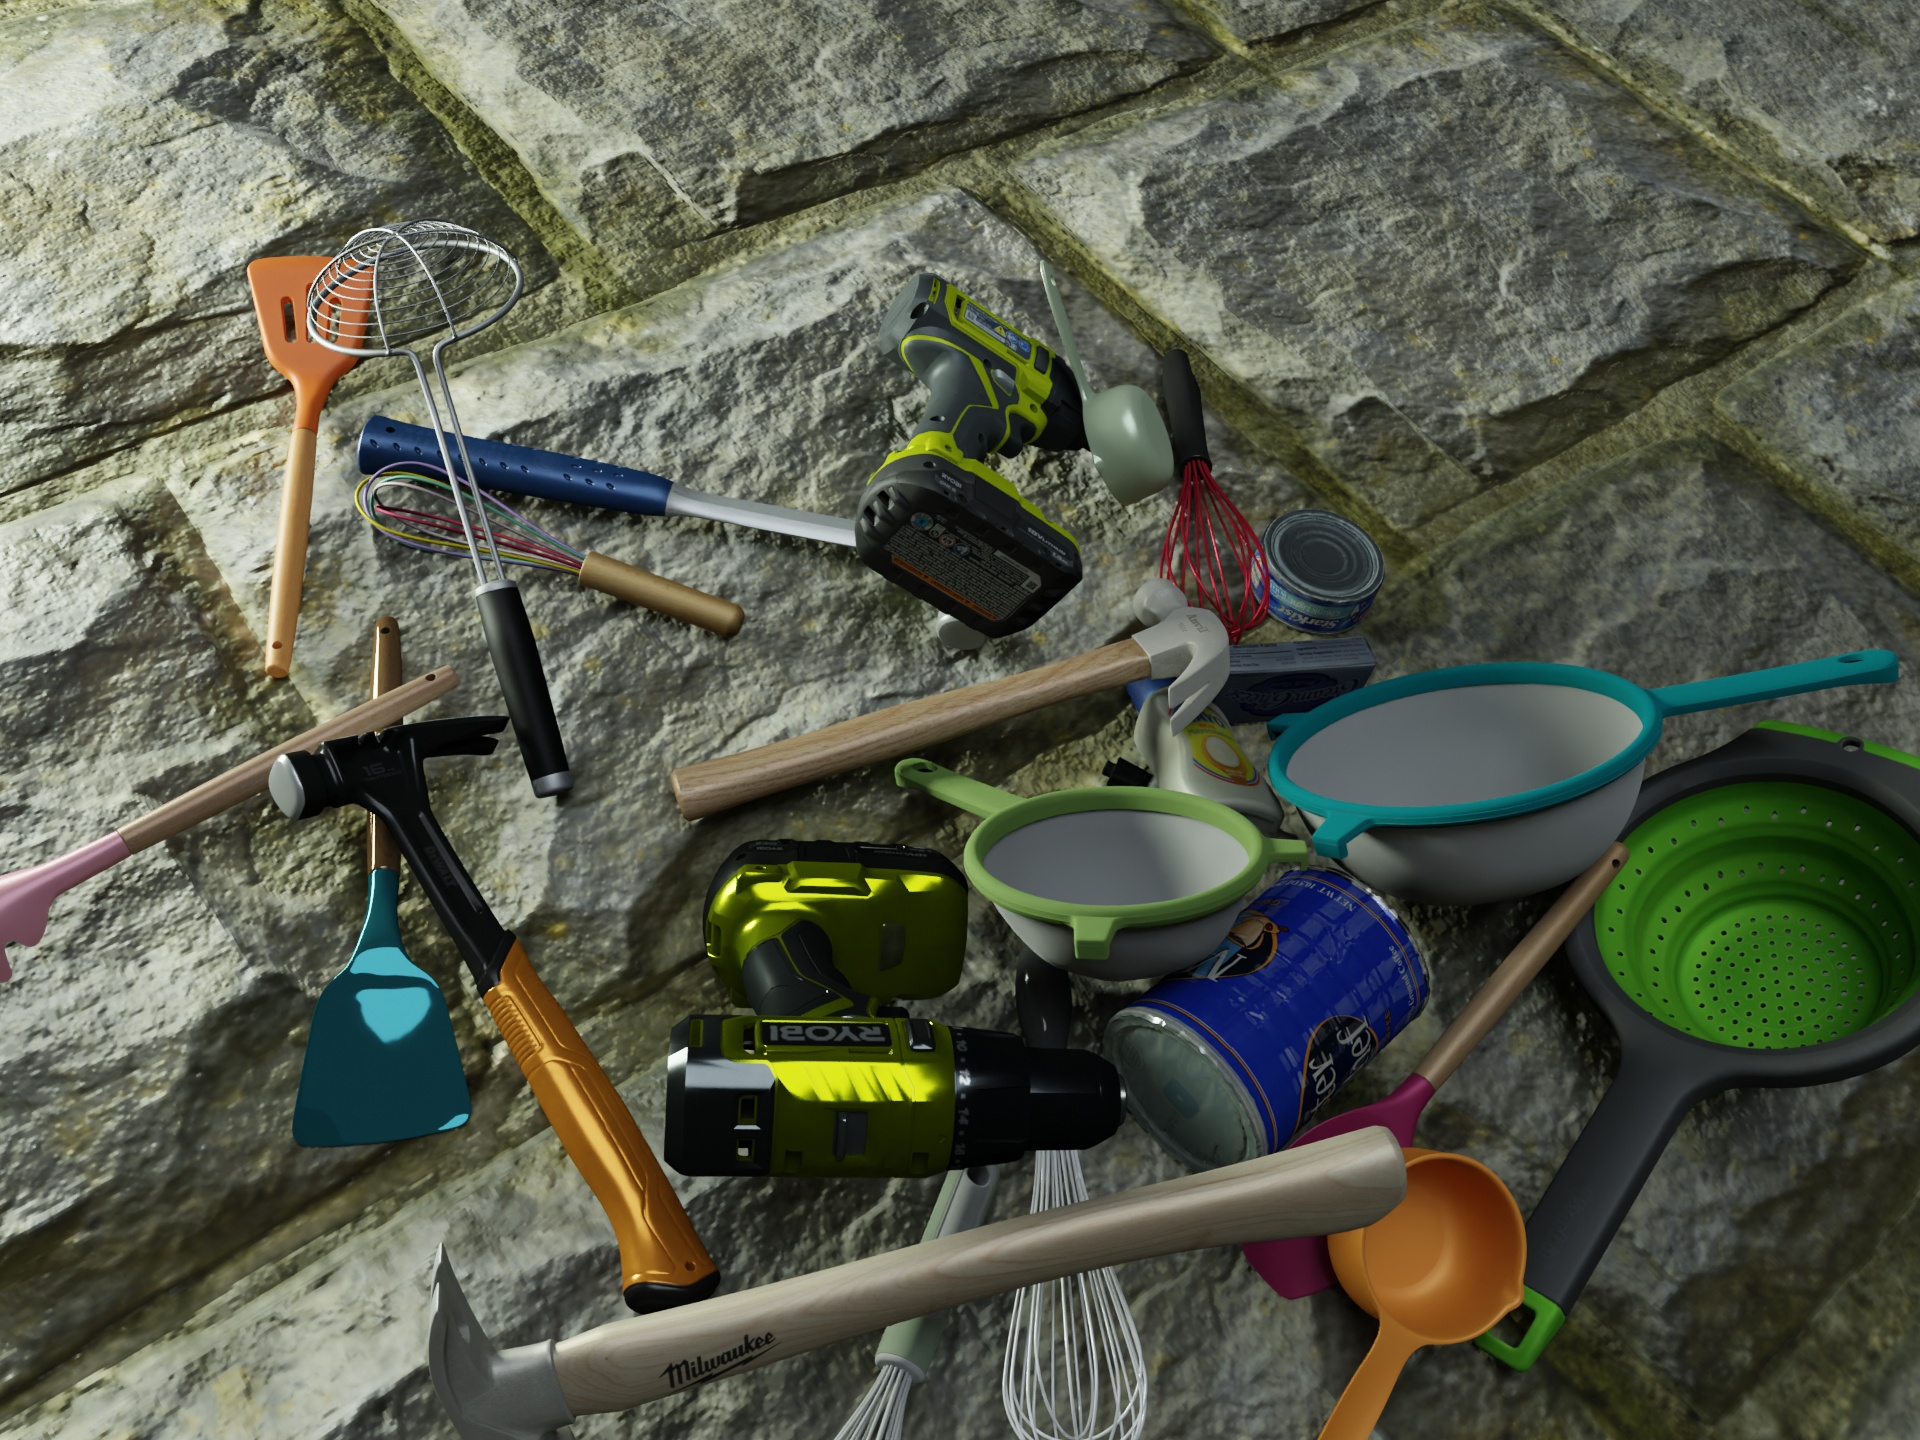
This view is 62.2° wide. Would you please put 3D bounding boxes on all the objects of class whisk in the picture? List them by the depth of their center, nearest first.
[{"bbox_3d":[-0.030,0.299,0.716,0.058,0.059,0.246,30,49,-3],"label":"whisk"},{"bbox_3d":[0.049,0.228,0.779,0.070,0.070,0.285,4,49,-7],"label":"whisk"},{"bbox_3d":[-0.250,-0.097,0.966,0.245,0.051,0.047,20,19,-2],"label":"whisk"},{"bbox_3d":[0.161,-0.157,1.076,0.073,0.073,0.296,5,49,-7],"label":"whisk"}]

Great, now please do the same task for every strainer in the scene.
[{"bbox_3d":[0.046,0.079,0.841,0.151,0.069,0.256,-18,23,-34],"label":"strainer"},{"bbox_3d":[0.349,0.034,0.893,0.340,0.095,0.211,-11,18,6],"label":"strainer"}]

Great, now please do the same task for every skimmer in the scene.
[{"bbox_3d":[-0.283,-0.128,0.928,0.127,0.090,0.363,-17,85,-10],"label":"skimmer"}]

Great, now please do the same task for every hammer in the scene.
[{"bbox_3d":[-0.009,0.228,0.669,0.410,0.146,0.038,-12,37,-7],"label":"hammer"},{"bbox_3d":[-0.211,0.138,0.788,0.127,0.034,0.337,-16,63,-46],"label":"hammer"},{"bbox_3d":[-0.001,-0.003,0.911,0.331,0.031,0.130,-17,31,-9],"label":"hammer"},{"bbox_3d":[-0.173,-0.143,1.016,0.405,0.035,0.144,10,54,-3],"label":"hammer"}]

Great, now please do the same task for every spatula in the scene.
[{"bbox_3d":[-0.307,0.068,0.848,0.082,0.044,0.318,-5,51,-13],"label":"spatula"},{"bbox_3d":[-0.411,-0.165,0.986,0.081,0.041,0.323,-2,56,-13],"label":"spatula"}]

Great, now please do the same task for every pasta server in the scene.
[{"bbox_3d":[-0.403,0.053,0.822,0.316,0.040,0.060,-32,65,-26],"label":"pasta server"}]

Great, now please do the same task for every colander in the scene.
[{"bbox_3d":[0.396,0.183,0.853,0.205,0.094,0.397,23,67,44],"label":"colander"}]

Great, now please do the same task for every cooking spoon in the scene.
[{"bbox_3d":[0.259,0.173,0.838,0.319,0.017,0.069,-42,93,-19],"label":"cooking spoon"}]

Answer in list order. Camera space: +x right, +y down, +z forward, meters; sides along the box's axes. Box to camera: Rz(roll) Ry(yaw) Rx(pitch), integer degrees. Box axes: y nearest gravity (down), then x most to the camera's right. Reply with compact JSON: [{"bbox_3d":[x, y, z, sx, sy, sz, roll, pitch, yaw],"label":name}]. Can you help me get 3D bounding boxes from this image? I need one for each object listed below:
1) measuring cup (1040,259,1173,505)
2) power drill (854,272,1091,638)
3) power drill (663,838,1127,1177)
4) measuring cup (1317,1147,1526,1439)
[{"bbox_3d":[0.096,-0.222,1.029,0.038,0.167,0.083,-16,16,23],"label":"measuring cup"},{"bbox_3d":[0.021,-0.167,0.999,0.171,0.080,0.223,29,44,-21],"label":"power drill"},{"bbox_3d":[-0.037,0.133,0.738,0.190,0.080,0.229,3,17,-9],"label":"power drill"},{"bbox_3d":[0.201,0.287,0.767,0.095,0.052,0.174,35,77,-7],"label":"measuring cup"}]
